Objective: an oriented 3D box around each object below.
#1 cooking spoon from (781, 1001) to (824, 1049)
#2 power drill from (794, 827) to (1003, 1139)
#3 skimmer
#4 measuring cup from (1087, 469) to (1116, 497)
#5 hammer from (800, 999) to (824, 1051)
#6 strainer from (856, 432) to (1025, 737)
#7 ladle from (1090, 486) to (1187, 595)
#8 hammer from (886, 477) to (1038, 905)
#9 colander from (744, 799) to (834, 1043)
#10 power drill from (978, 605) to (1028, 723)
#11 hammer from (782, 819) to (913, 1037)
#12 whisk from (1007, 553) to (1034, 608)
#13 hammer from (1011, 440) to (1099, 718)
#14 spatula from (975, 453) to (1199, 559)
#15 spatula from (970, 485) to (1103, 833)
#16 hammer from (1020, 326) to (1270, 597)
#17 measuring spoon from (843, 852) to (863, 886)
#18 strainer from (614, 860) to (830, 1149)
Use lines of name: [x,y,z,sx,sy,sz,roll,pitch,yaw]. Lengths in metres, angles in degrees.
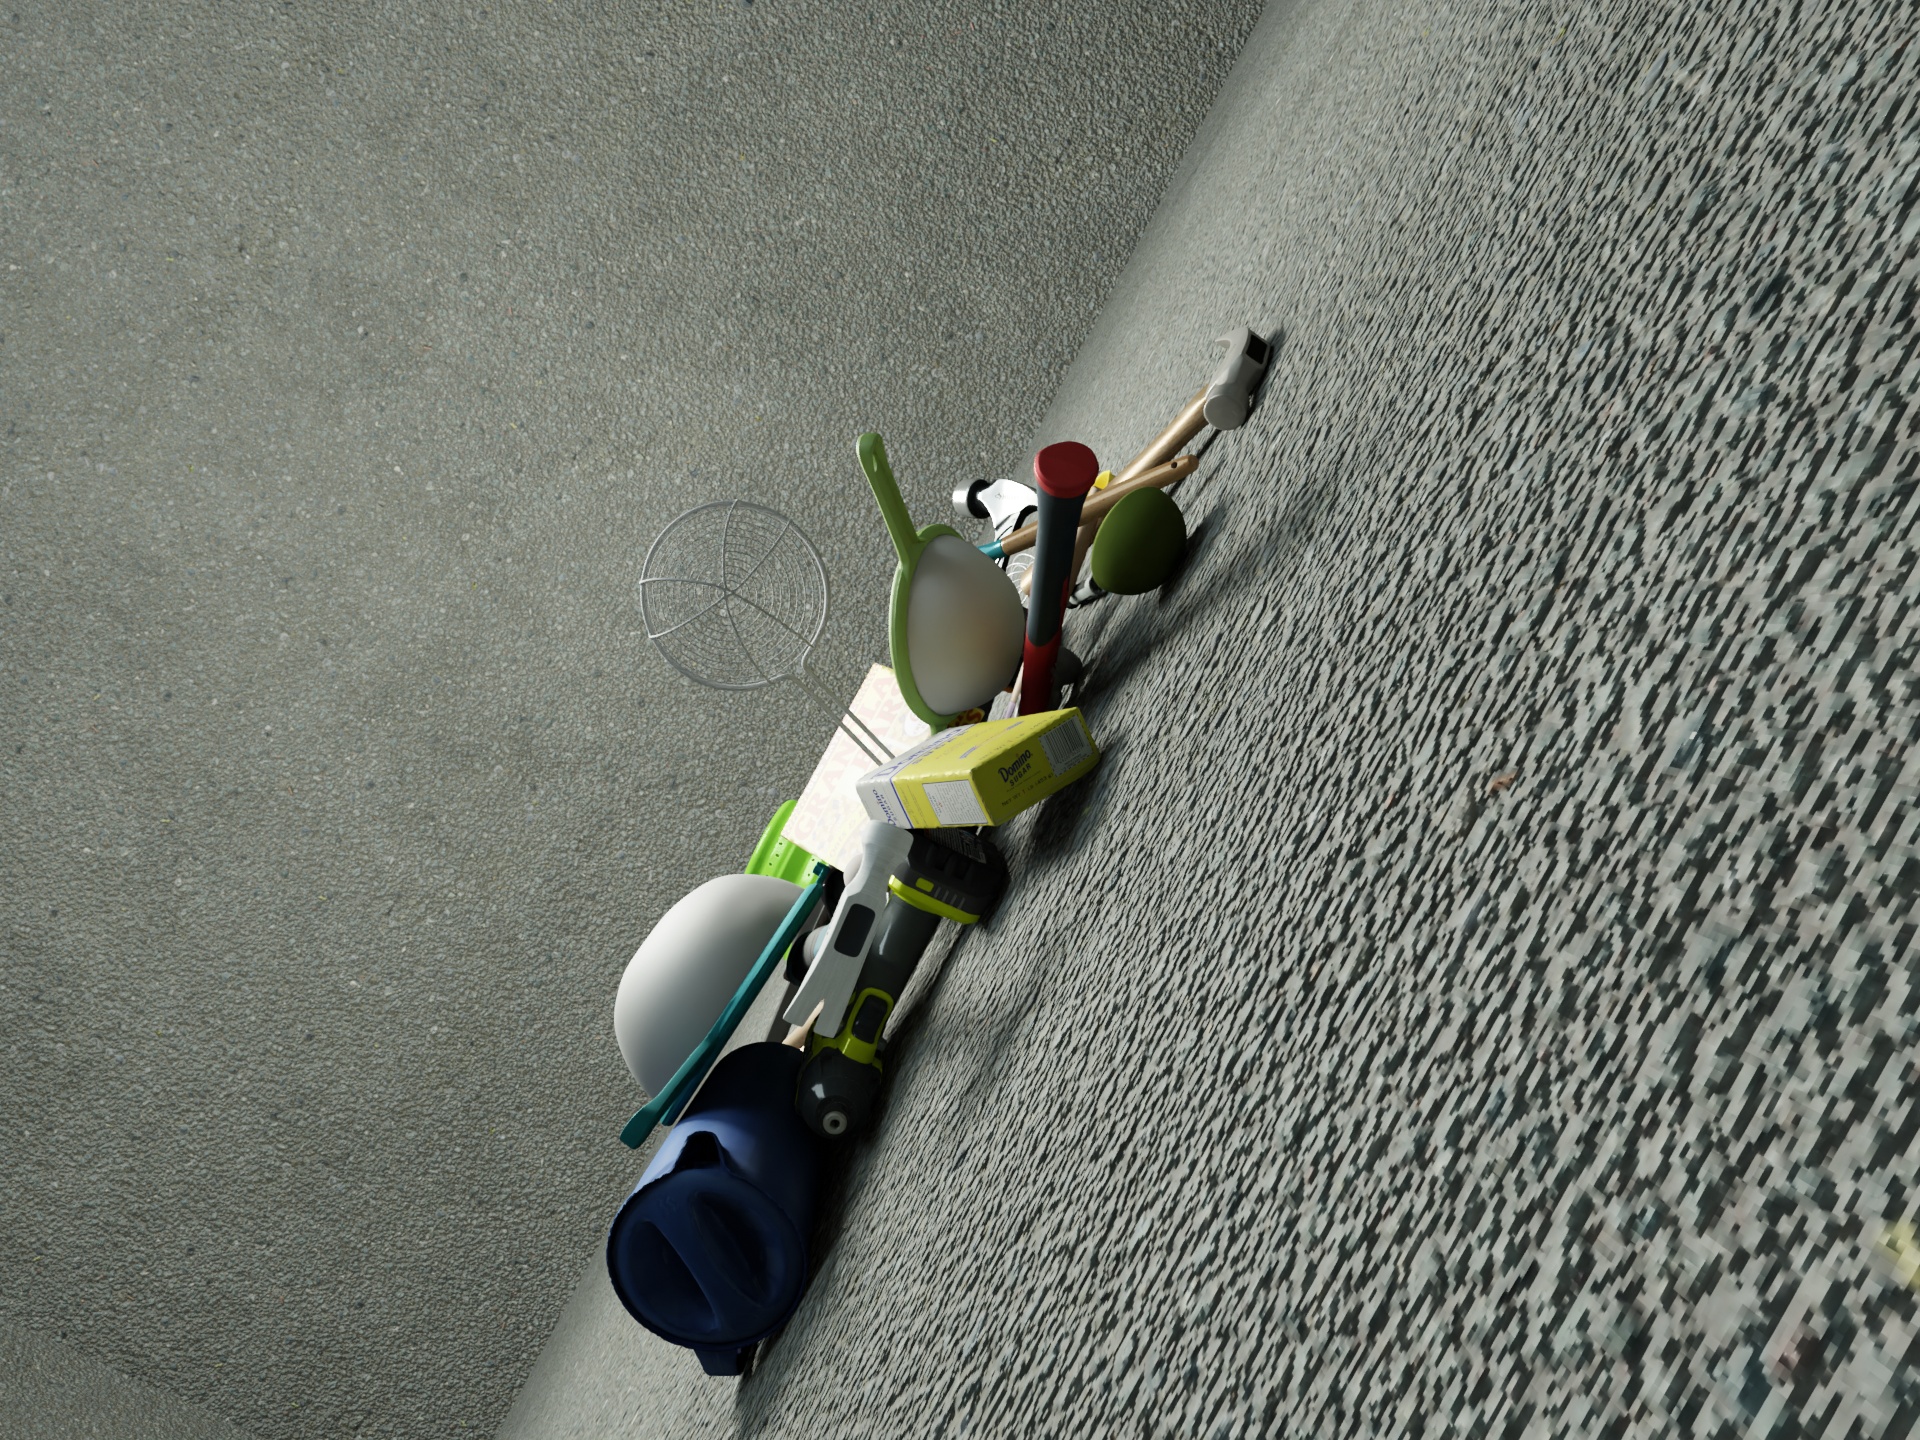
cooking spoon: [-0.140,0.281,1.428,0.318,0.017,0.069,-46,21,30]
power drill: [-0.052,0.185,1.143,0.171,0.080,0.223,-106,40,-81]
skimmer: [-0.089,-0.012,1.160,0.127,0.362,0.090,-41,44,1]
measuring cup: [0.140,-0.180,1.449,0.062,0.029,0.157,-60,18,21]
hammer: [-0.140,0.306,1.515,0.146,0.038,0.411,-57,8,49]
strainer: [-0.006,-0.105,1.142,0.256,0.069,0.152,67,-145,-45]
ladle: [0.119,-0.130,1.206,0.078,0.062,0.320,-58,3,3]
hammer: [-0.002,-0.004,1.331,0.149,0.036,0.409,14,88,53]
colander: [-0.178,0.206,1.571,0.205,0.094,0.396,-60,-5,-58]
power drill: [0.004,0.013,1.434,0.185,0.084,0.226,-86,21,-71]
hammer: [-0.090,0.154,1.089,0.331,0.033,0.128,131,161,-74]
whisk: [0.051,-0.086,1.616,0.070,0.070,0.284,-65,1,-26]
hammer: [0.051,-0.057,1.066,0.386,0.038,0.143,90,-156,-68]
spatula: [0.063,-0.144,1.256,0.317,0.044,0.082,-20,61,41]
spatula: [0.055,-0.038,1.279,0.316,0.018,0.059,-69,-17,10]
hammer: [0.141,-0.196,1.281,0.331,0.031,0.130,-44,15,50]
measuring spoon: [-0.059,0.075,1.172,0.124,0.018,0.034,-64,0,23]
strainer: [-0.206,0.203,1.139,0.211,0.095,0.340,-57,-1,13]
